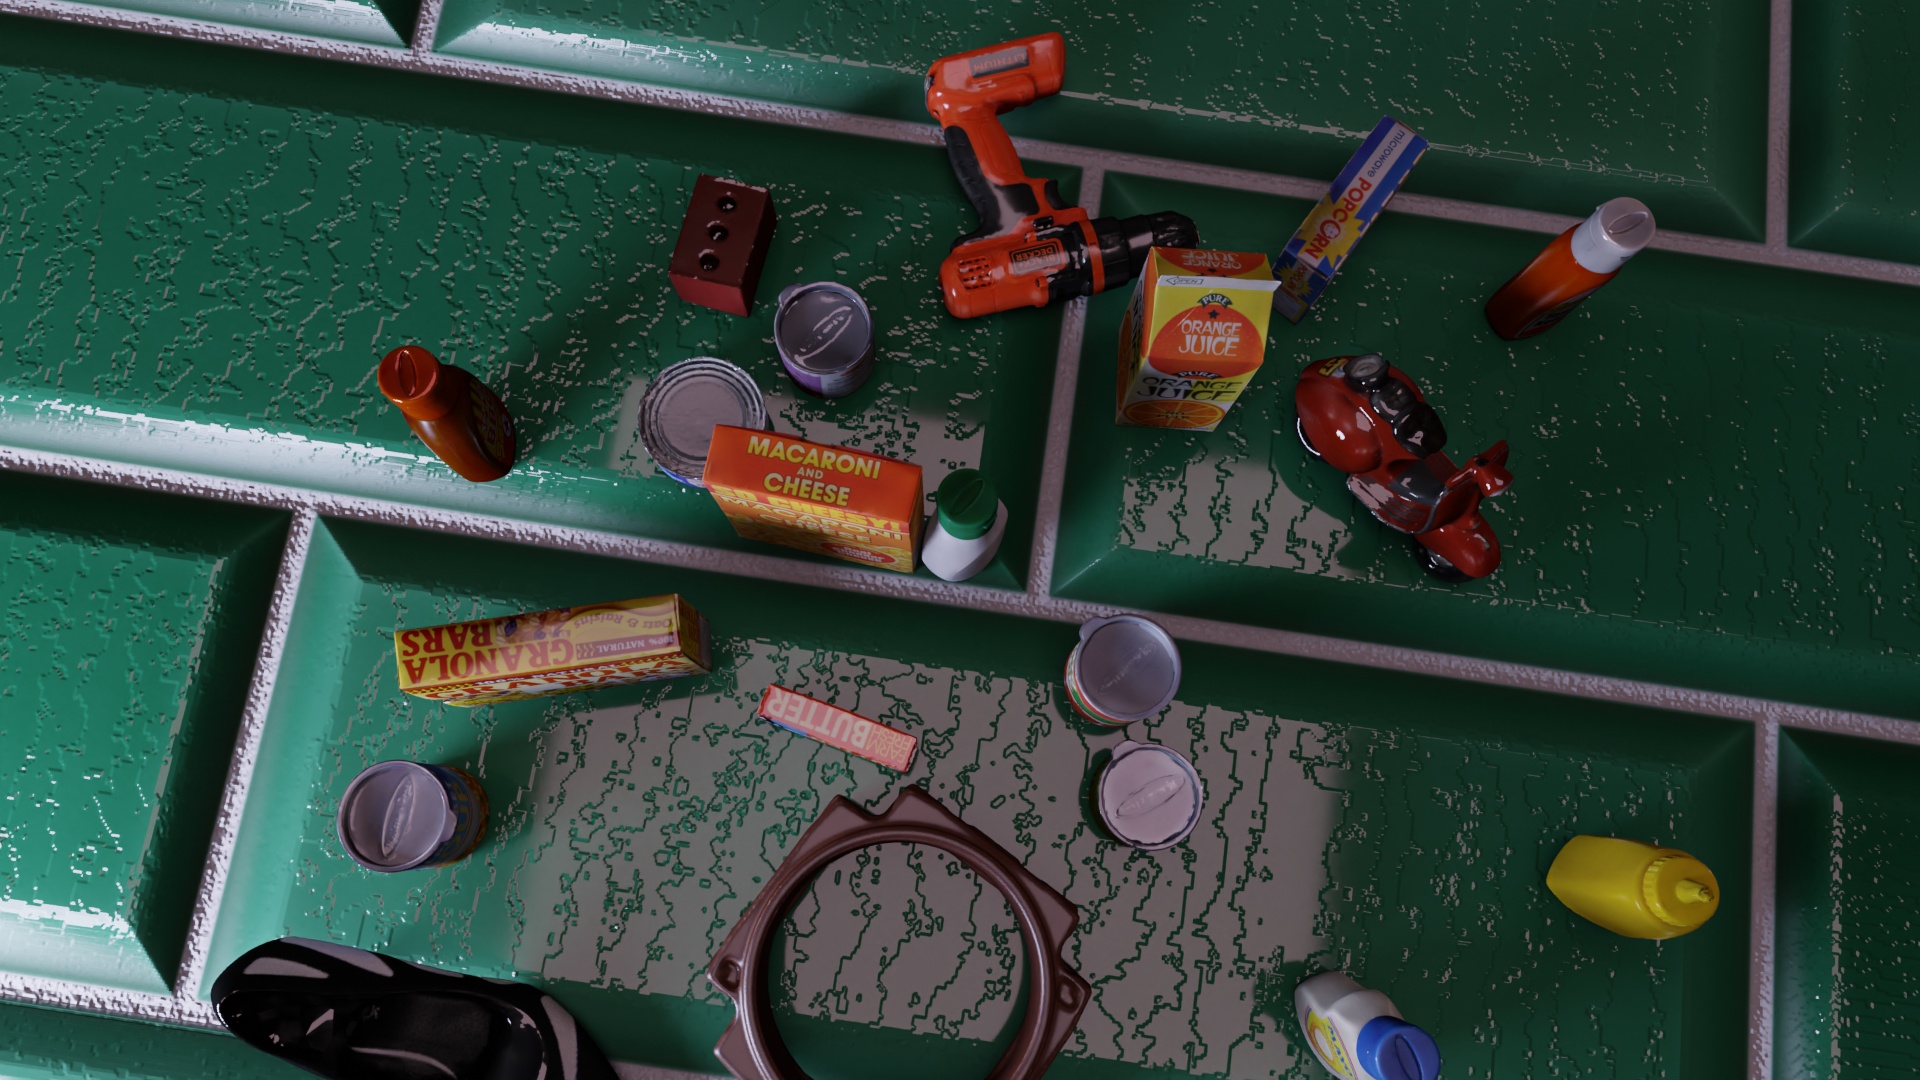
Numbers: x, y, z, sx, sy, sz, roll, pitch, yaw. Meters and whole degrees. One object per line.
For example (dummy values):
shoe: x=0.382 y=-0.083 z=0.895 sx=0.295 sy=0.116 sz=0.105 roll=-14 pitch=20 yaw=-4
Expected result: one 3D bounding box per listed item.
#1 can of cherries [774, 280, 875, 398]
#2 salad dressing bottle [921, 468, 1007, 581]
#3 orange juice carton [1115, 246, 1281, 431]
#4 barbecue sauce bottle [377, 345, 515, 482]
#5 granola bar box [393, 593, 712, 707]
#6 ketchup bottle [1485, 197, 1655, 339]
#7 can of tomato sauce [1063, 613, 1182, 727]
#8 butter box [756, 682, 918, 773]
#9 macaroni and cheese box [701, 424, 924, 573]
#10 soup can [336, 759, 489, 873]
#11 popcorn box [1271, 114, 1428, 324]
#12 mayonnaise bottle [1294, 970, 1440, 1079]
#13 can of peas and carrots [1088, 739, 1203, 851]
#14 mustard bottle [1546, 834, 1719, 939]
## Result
can of cherries: x=-0.093 y=-0.138 z=0.949 sx=0.071 sy=0.058 sz=0.071 roll=0 pitch=78 yaw=-1
salad dressing bottle: x=0.003 y=-0.011 z=0.879 sx=0.044 sy=0.147 sz=0.064 roll=41 pitch=81 yaw=6
orange juice carton: x=0.147 y=-0.131 z=0.885 sx=0.072 sy=0.192 sz=0.073 roll=4 pitch=79 yaw=-1
barbecue sauce bottle: x=-0.326 y=-0.083 z=0.885 sx=0.044 sy=0.148 sz=0.065 roll=-11 pitch=79 yaw=-4
granola bar box: x=-0.246 y=0.071 z=0.867 sx=0.166 sy=0.124 sz=0.039 roll=-8 pitch=79 yaw=-3
ketchup bottle: x=0.407 y=-0.181 z=0.925 sx=0.065 sy=0.148 sz=0.043 roll=-26 pitch=80 yaw=-6
can of tomato sauce: x=0.101 y=0.084 z=0.894 sx=0.071 sy=0.083 sz=0.071 roll=0 pitch=78 yaw=-1
butter box: x=-0.078 y=0.122 z=0.897 sx=0.103 sy=0.053 sz=0.024 roll=20 pitch=79 yaw=3
macaroni and cheese box: x=-0.086 y=-0.024 z=0.869 sx=0.124 sy=0.166 sz=0.040 roll=12 pitch=79 yaw=1
soup can: x=-0.335 y=0.172 z=0.864 sx=0.071 sy=0.083 sz=0.071 roll=0 pitch=78 yaw=-1
popcorn box: x=0.263 y=-0.221 z=0.962 sx=0.038 sy=0.085 sz=0.127 roll=37 pitch=80 yaw=6
mayonnaise bottle: x=0.239 y=0.294 z=0.820 sx=0.041 sy=0.148 sz=0.065 roll=-21 pitch=80 yaw=-5
can of peas and carrots: x=0.116 y=0.162 z=0.890 sx=0.071 sy=0.058 sz=0.071 roll=0 pitch=78 yaw=-1
mustard bottle: x=0.413 y=0.209 z=0.836 sx=0.065 sy=0.160 sz=0.049 roll=34 pitch=80 yaw=5
